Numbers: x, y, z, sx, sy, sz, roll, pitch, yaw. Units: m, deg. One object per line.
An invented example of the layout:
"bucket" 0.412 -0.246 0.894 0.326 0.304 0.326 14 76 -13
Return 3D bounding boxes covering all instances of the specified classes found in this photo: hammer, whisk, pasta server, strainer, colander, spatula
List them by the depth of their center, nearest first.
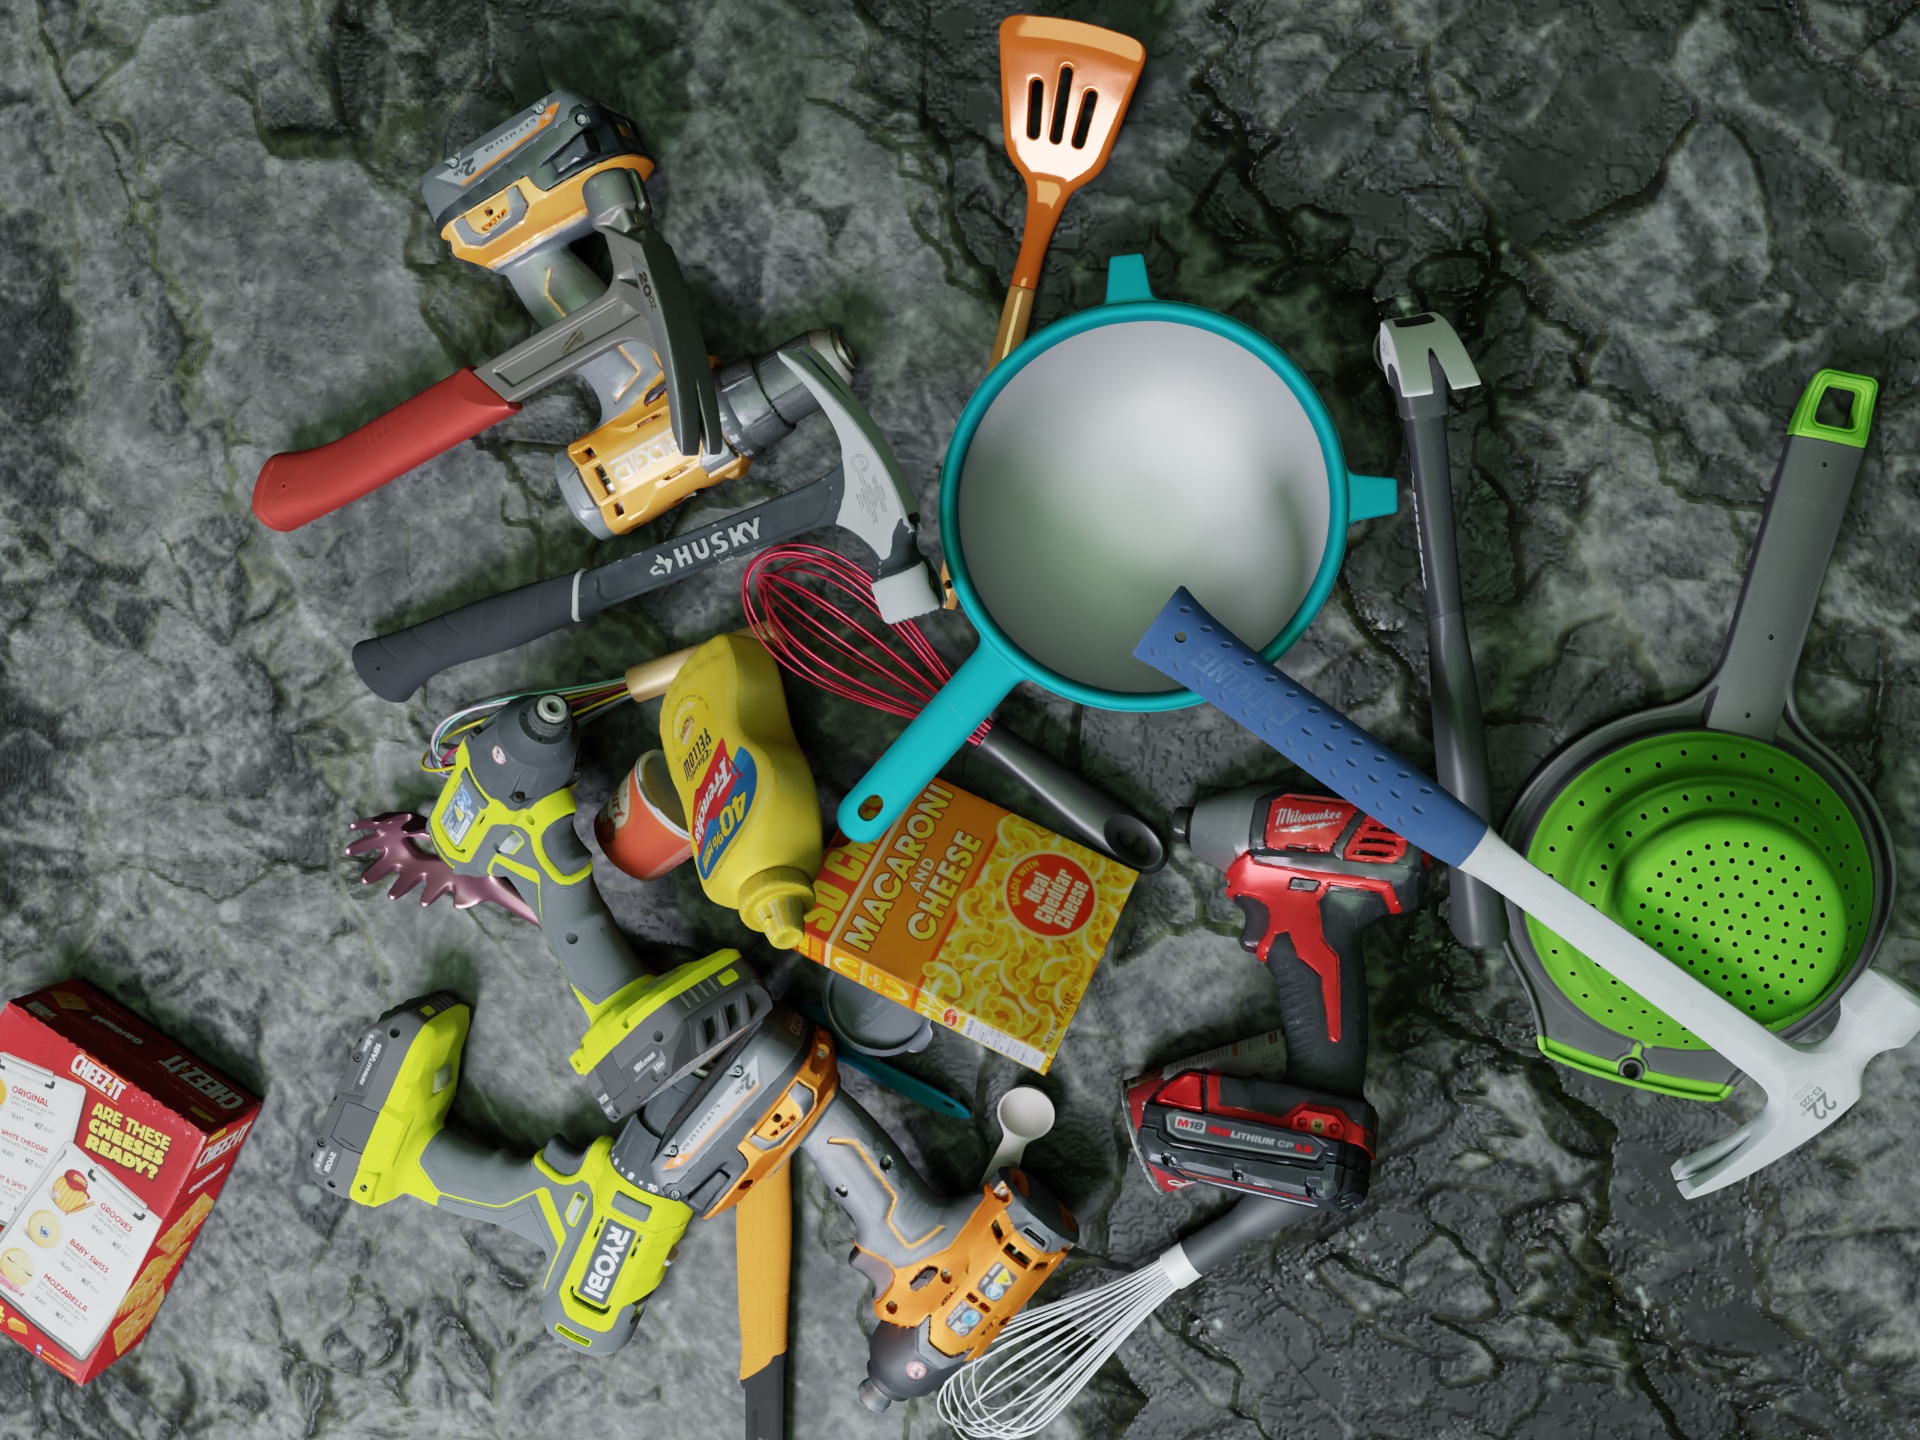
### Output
"hammer" 0.257 0.073 0.784 0.405 0.035 0.144 36 105 4
"colander" 0.406 0.017 0.815 0.204 0.094 0.397 14 100 9
"hammer" 0.255 -0.041 0.828 0.035 0.146 0.334 -8 103 11
"strainer" 0.057 -0.066 0.869 0.211 0.095 0.340 42 100 3
"spatula" 0.027 -0.218 0.888 0.081 0.041 0.322 15 101 8
"hammer" -0.282 -0.165 0.892 0.359 0.036 0.149 -17 90 35
"hammer" -0.202 -0.081 0.898 0.409 0.036 0.149 -15 99 30
"whisk" -0.001 -0.003 0.916 0.296 0.073 0.073 36 103 -2
"whisk" 0.104 0.339 0.940 0.284 0.070 0.070 -37 89 9
"whisk" -0.218 -0.011 0.965 0.245 0.047 0.051 -19 91 10
"pasta server" -0.238 0.141 0.989 0.316 0.040 0.060 29 124 6
"hammer" -0.131 0.383 1.003 0.127 0.034 0.337 4 98 10

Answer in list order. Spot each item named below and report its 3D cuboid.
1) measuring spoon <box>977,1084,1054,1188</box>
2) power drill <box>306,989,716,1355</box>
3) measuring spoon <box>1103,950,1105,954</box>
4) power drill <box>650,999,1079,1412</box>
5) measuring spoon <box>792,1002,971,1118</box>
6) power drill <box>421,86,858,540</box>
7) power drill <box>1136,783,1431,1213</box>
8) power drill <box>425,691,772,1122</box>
"measuring spoon" 0.026 0.273 0.969 0.034 0.018 0.124 21 108 3
"power drill" -0.269 0.263 0.995 0.228 0.080 0.190 25 97 5
"measuring spoon" 0.033 0.112 0.948 0.117 0.011 0.021 25 101 11
"power drill" -0.066 0.289 0.925 0.226 0.084 0.164 39 94 -5
"measuring spoon" -0.048 0.206 0.973 0.128 0.021 0.042 28 138 -2
"power drill" -0.180 -0.240 0.909 0.185 0.084 0.226 -25 96 14
"power drill" 0.168 0.139 0.853 0.143 0.078 0.220 7 70 23
"power drill" -0.209 0.100 0.896 0.223 0.080 0.171 54 139 8
